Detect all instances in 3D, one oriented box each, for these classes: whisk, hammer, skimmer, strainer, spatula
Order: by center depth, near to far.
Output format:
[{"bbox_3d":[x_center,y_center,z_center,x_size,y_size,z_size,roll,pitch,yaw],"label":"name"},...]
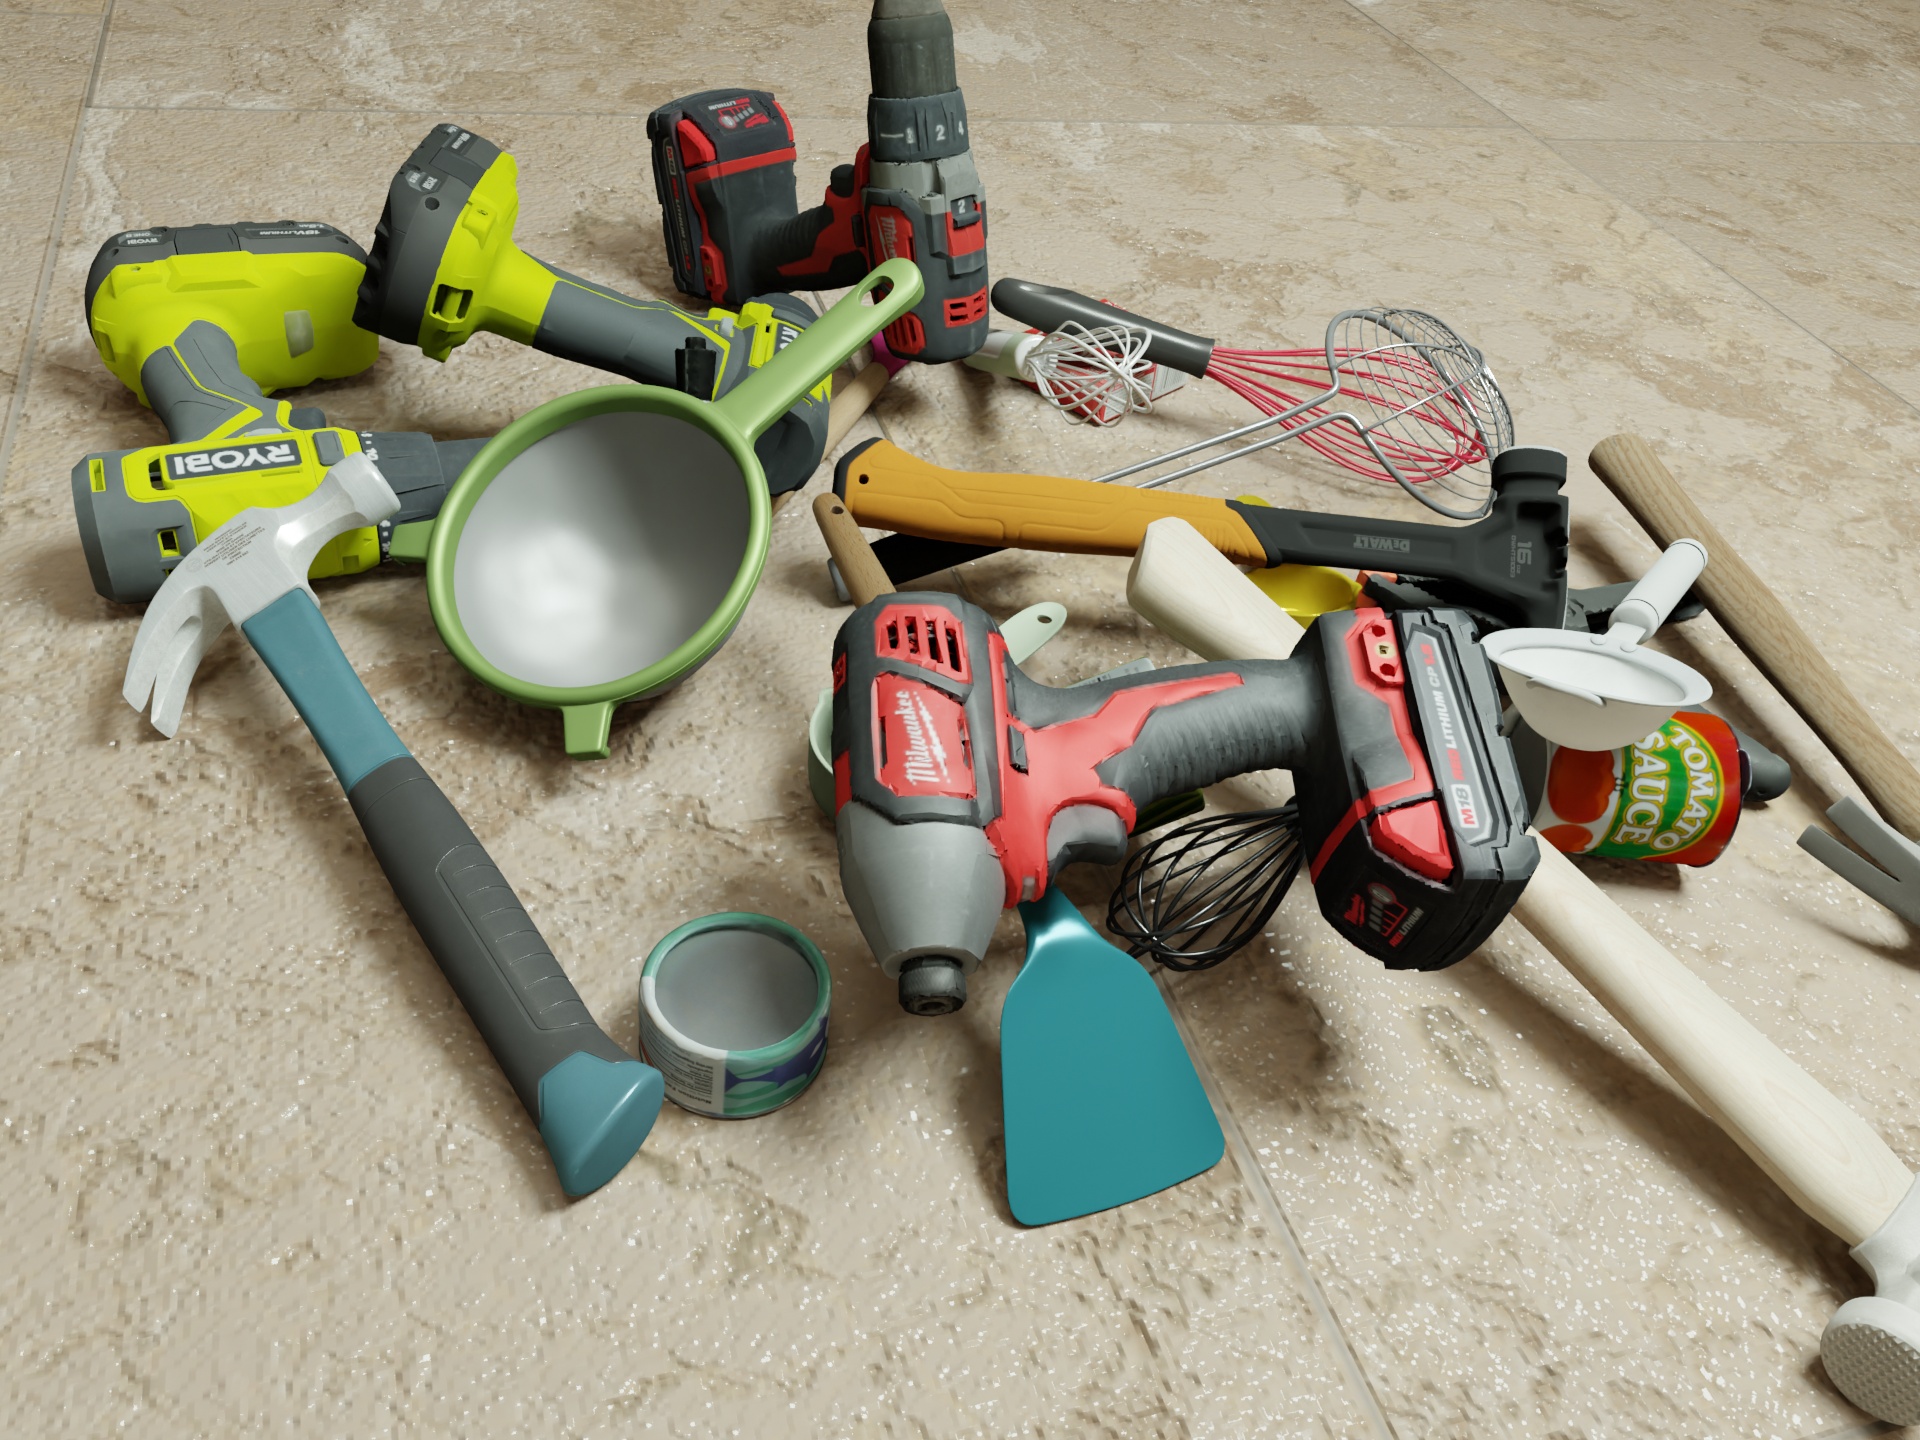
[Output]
[{"bbox_3d":[-0.204,0.031,0.581,0.128,0.033,0.331,-36,60,-12],"label":"hammer"},{"bbox_3d":[0.000,0.029,0.602,0.082,0.044,0.318,-11,53,-22],"label":"spatula"},{"bbox_3d":[0.221,0.055,0.611,0.146,0.038,0.411,-25,60,-36],"label":"hammer"},{"bbox_3d":[0.142,0.043,0.653,0.055,0.055,0.239,37,42,28],"label":"whisk"},{"bbox_3d":[0.284,-0.037,0.674,0.087,0.050,0.258,19,31,29],"label":"strainer"},{"bbox_3d":[-0.108,-0.100,0.691,0.256,0.069,0.152,-43,66,-9],"label":"strainer"},{"bbox_3d":[0.108,-0.080,0.728,0.337,0.034,0.127,7,77,1],"label":"hammer"},{"bbox_3d":[0.391,-0.029,0.754,0.130,0.031,0.332,5,44,-24],"label":"hammer"},{"bbox_3d":[0.111,-0.116,0.800,0.363,0.090,0.127,-19,73,-5],"label":"skimmer"},{"bbox_3d":[0.042,-0.192,0.844,0.059,0.058,0.246,37,3,-23],"label":"whisk"},{"bbox_3d":[0.158,-0.198,0.897,0.296,0.073,0.073,18,41,1],"label":"whisk"}]

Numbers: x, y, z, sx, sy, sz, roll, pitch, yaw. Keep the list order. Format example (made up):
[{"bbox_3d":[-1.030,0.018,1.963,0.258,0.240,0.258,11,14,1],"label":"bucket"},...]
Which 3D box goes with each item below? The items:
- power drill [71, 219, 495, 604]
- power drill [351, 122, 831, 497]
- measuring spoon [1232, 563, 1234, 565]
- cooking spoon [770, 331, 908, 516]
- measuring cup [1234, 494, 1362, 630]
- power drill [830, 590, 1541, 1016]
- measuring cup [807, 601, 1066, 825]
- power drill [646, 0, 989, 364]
[{"bbox_3d":[-0.319,-0.150,0.761,0.190,0.080,0.229,-12,47,-23],"label":"power drill"},{"bbox_3d":[-0.171,-0.206,0.799,0.223,0.080,0.171,21,32,-17],"label":"power drill"},{"bbox_3d":[0.153,-0.078,0.777,0.117,0.011,0.021,-8,6,-6],"label":"measuring spoon"},{"bbox_3d":[-0.057,-0.183,0.894,0.069,0.017,0.319,7,38,19],"label":"cooking spoon"},{"bbox_3d":[0.161,-0.076,0.814,0.062,0.029,0.157,-2,29,-1],"label":"measuring cup"},{"bbox_3d":[0.067,0.028,0.533,0.219,0.078,0.143,0,59,-6],"label":"power drill"},{"bbox_3d":[-0.001,-0.002,0.681,0.083,0.038,0.167,28,42,20],"label":"measuring cup"},{"bbox_3d":[-0.076,-0.306,0.880,0.080,0.187,0.227,-29,37,-36],"label":"power drill"}]
